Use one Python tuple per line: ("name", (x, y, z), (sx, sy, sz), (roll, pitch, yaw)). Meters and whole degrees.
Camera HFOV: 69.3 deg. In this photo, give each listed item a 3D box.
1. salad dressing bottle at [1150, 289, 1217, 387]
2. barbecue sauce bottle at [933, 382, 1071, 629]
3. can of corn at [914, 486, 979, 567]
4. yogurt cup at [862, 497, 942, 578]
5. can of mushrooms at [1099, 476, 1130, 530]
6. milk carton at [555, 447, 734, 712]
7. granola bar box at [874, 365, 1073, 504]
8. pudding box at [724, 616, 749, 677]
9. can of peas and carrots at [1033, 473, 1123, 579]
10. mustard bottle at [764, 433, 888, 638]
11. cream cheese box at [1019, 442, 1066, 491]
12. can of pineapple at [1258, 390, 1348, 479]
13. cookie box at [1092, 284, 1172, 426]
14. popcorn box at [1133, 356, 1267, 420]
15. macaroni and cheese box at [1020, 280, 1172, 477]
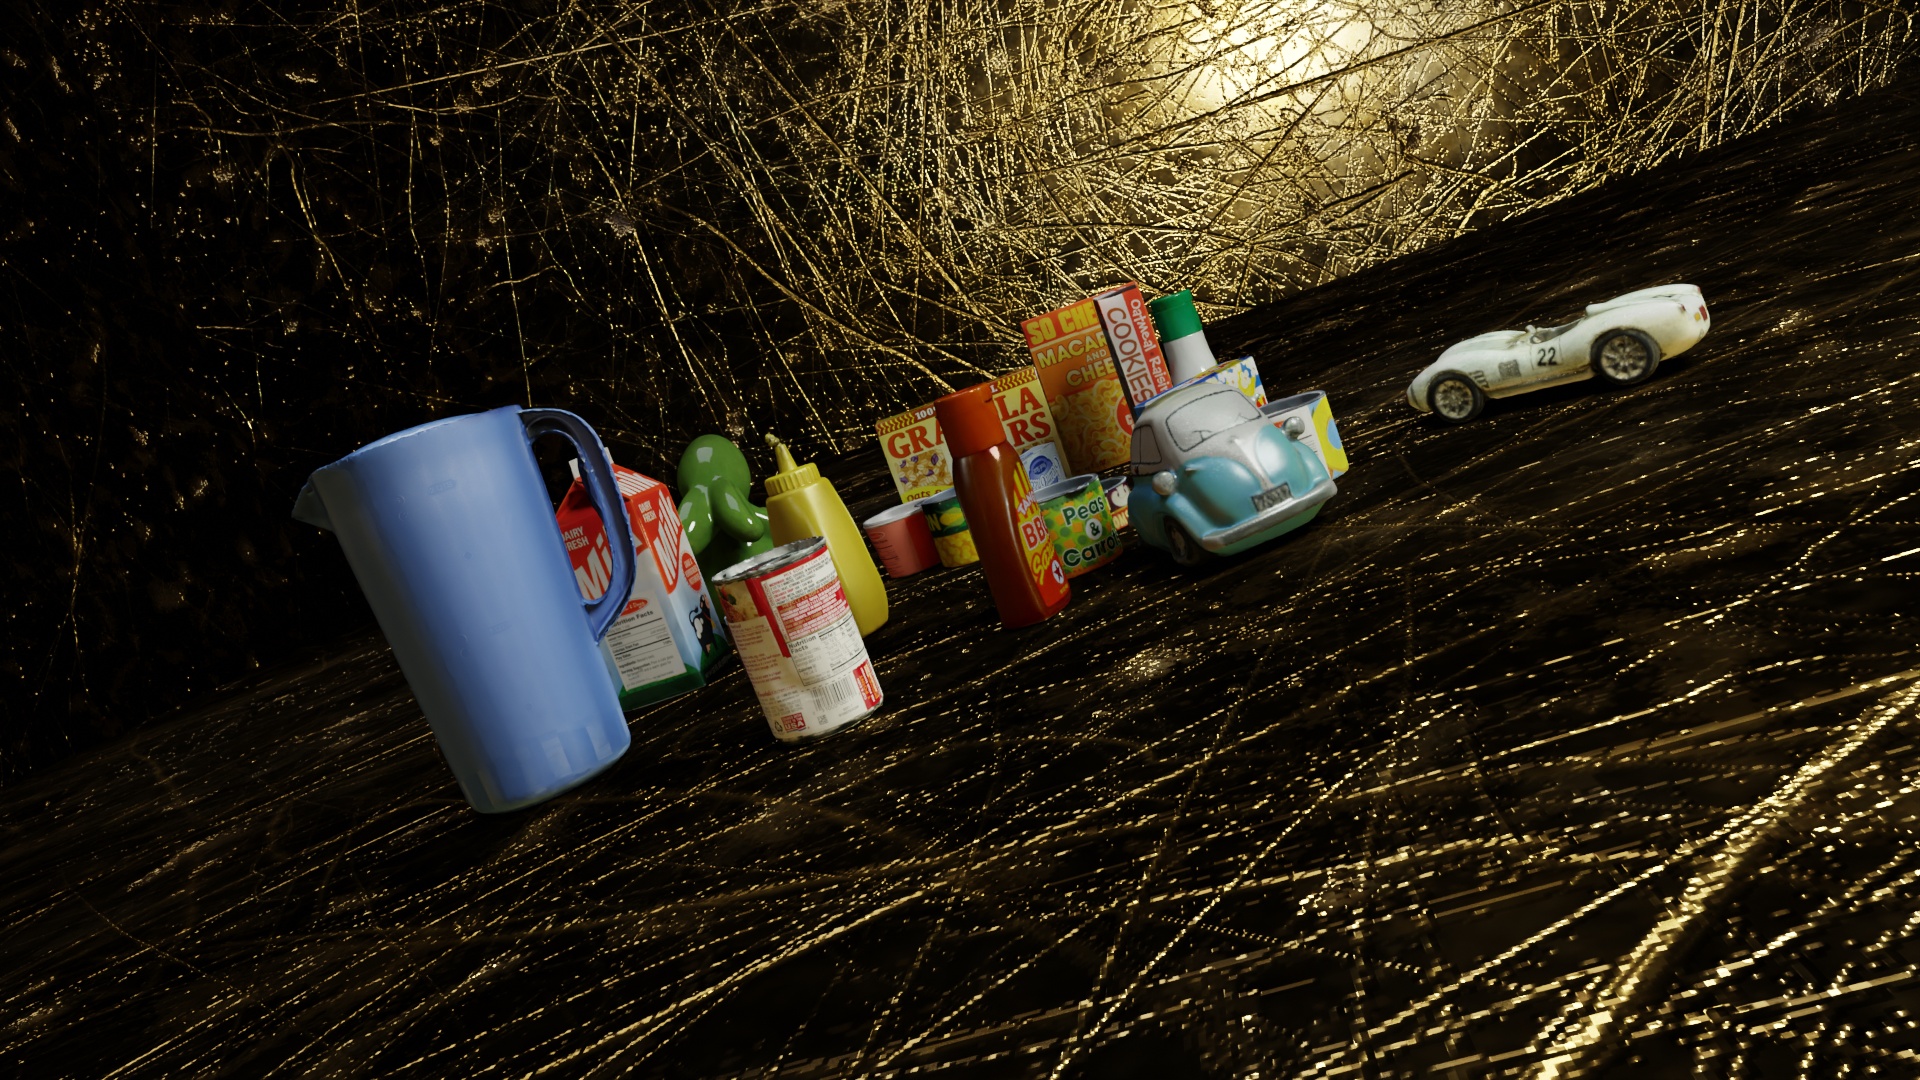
("salad dressing bottle", (0.205, -0.144, 1.211), (0.044, 0.147, 0.064), (-18, 8, 16))
("barbecue sauce bottle", (0.024, -0.023, 0.865), (0.043, 0.148, 0.065), (-17, 9, 23))
("can of corn", (0.004, -0.015, 1.163), (0.071, 0.058, 0.071), (-20, 8, 3))
("yogurt cup", (-0.044, -0.002, 1.207), (0.072, 0.054, 0.072), (-20, 8, 3))
("can of mushrooms", (0.102, -0.023, 1.074), (0.071, 0.033, 0.071), (-20, 8, 3))
("milk carton", (-0.247, 0.024, 1.053), (0.073, 0.190, 0.072), (-19, 8, 12))
("granola bar box", (0.014, -0.086, 1.367), (0.165, 0.124, 0.039), (-20, 8, 2))
("pudding box", (-0.143, 0.065, 1.033), (0.030, 0.049, 0.084), (-19, 9, 10))
("can of peas and carrots", (0.075, -0.008, 0.963), (0.071, 0.058, 0.071), (-20, 8, 3))
("mustard bottle", (-0.105, -0.004, 1.005), (0.065, 0.160, 0.049), (-14, 10, 38))
("cream cheese box", (0.067, -0.053, 1.275), (0.024, 0.053, 0.104), (-16, 9, 27))
("can of pineapple", (0.233, -0.068, 0.977), (0.071, 0.057, 0.071), (-20, 8, 3))
("cookie box", (0.165, -0.145, 1.246), (0.040, 0.167, 0.123), (-19, 8, 6))
("popcorn box", (0.194, -0.085, 1.078), (0.038, 0.085, 0.127), (-12, 12, 45))
("macaroni and cheese box", (0.145, -0.161, 1.391), (0.123, 0.166, 0.040), (-19, 8, 10))
